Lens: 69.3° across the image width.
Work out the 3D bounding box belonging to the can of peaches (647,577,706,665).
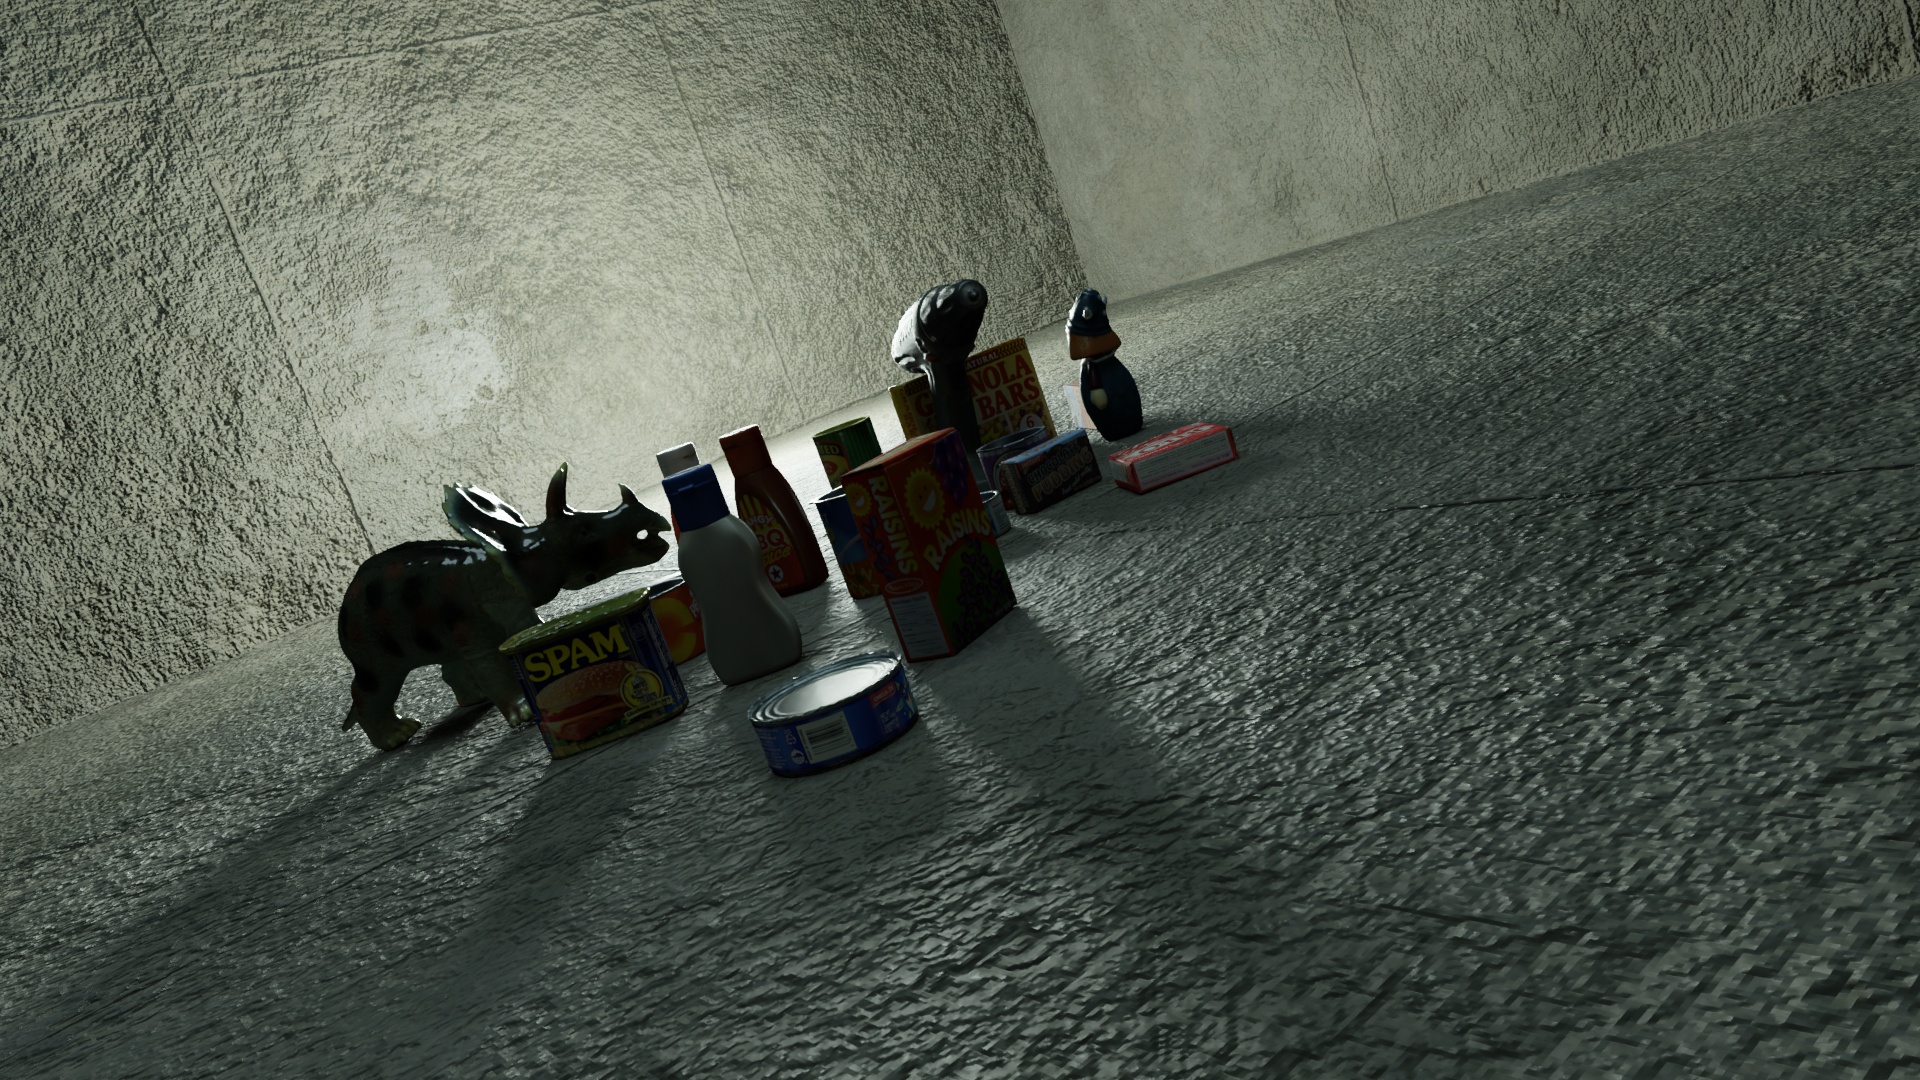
[{"bbox_3d":[-0.236,0.067,1.106,0.071,0.058,0.071,-19,10,4],"label":"can of peaches"}]

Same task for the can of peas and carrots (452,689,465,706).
[{"bbox_3d":[-0.426,0.108,1.243,0.071,0.058,0.071,-19,10,4],"label":"can of peas and carrots"}]

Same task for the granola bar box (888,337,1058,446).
[{"bbox_3d":[0.016,-0.136,1.511,0.166,0.124,0.039,-25,11,-30],"label":"granola bar box"}]

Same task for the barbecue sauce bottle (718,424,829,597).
[{"bbox_3d":[-0.167,-0.026,1.209,0.064,0.148,0.044,-13,12,35],"label":"barbecue sauce bottle"}]

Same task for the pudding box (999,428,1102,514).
[{"bbox_3d":[0.079,-0.060,1.207,0.084,0.049,0.030,-26,12,-32],"label":"pudding box"}]

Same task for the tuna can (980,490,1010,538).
[{"bbox_3d":[0.004,-0.014,1.154,0.071,0.032,0.071,-19,10,4],"label":"tuna can"}]

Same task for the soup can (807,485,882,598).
[{"bbox_3d":[-0.073,-0.003,1.098,0.071,0.083,0.071,-19,10,4],"label":"soup can"}]

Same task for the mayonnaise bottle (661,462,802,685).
[{"bbox_3d":[-0.160,0.021,0.950,0.065,0.148,0.041,-19,10,3],"label":"mayonnaise bottle"}]

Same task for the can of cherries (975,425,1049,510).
[{"bbox_3d":[0.054,-0.065,1.251,0.071,0.058,0.071,-19,10,4],"label":"can of cherries"}]

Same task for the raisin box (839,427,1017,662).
[{"bbox_3d":[-0.018,0.001,0.857,0.040,0.123,0.086,-13,12,36],"label":"raisin box"}]

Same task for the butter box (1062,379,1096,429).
[{"bbox_3d":[0.147,-0.152,1.550,0.024,0.053,0.103,-21,10,-10],"label":"butter box"}]

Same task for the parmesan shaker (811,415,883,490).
[{"bbox_3d":[-0.109,-0.074,1.480,0.071,0.103,0.071,-19,10,4],"label":"parmesan shaker"}]

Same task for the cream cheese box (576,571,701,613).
[{"bbox_3d":[-0.269,0.065,1.190,0.104,0.053,0.024,-19,10,5],"label":"cream cheese box"}]

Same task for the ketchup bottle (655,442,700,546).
[{"bbox_3d":[-0.242,-0.017,1.301,0.043,0.148,0.065,-13,12,37],"label":"ketchup bottle"}]
